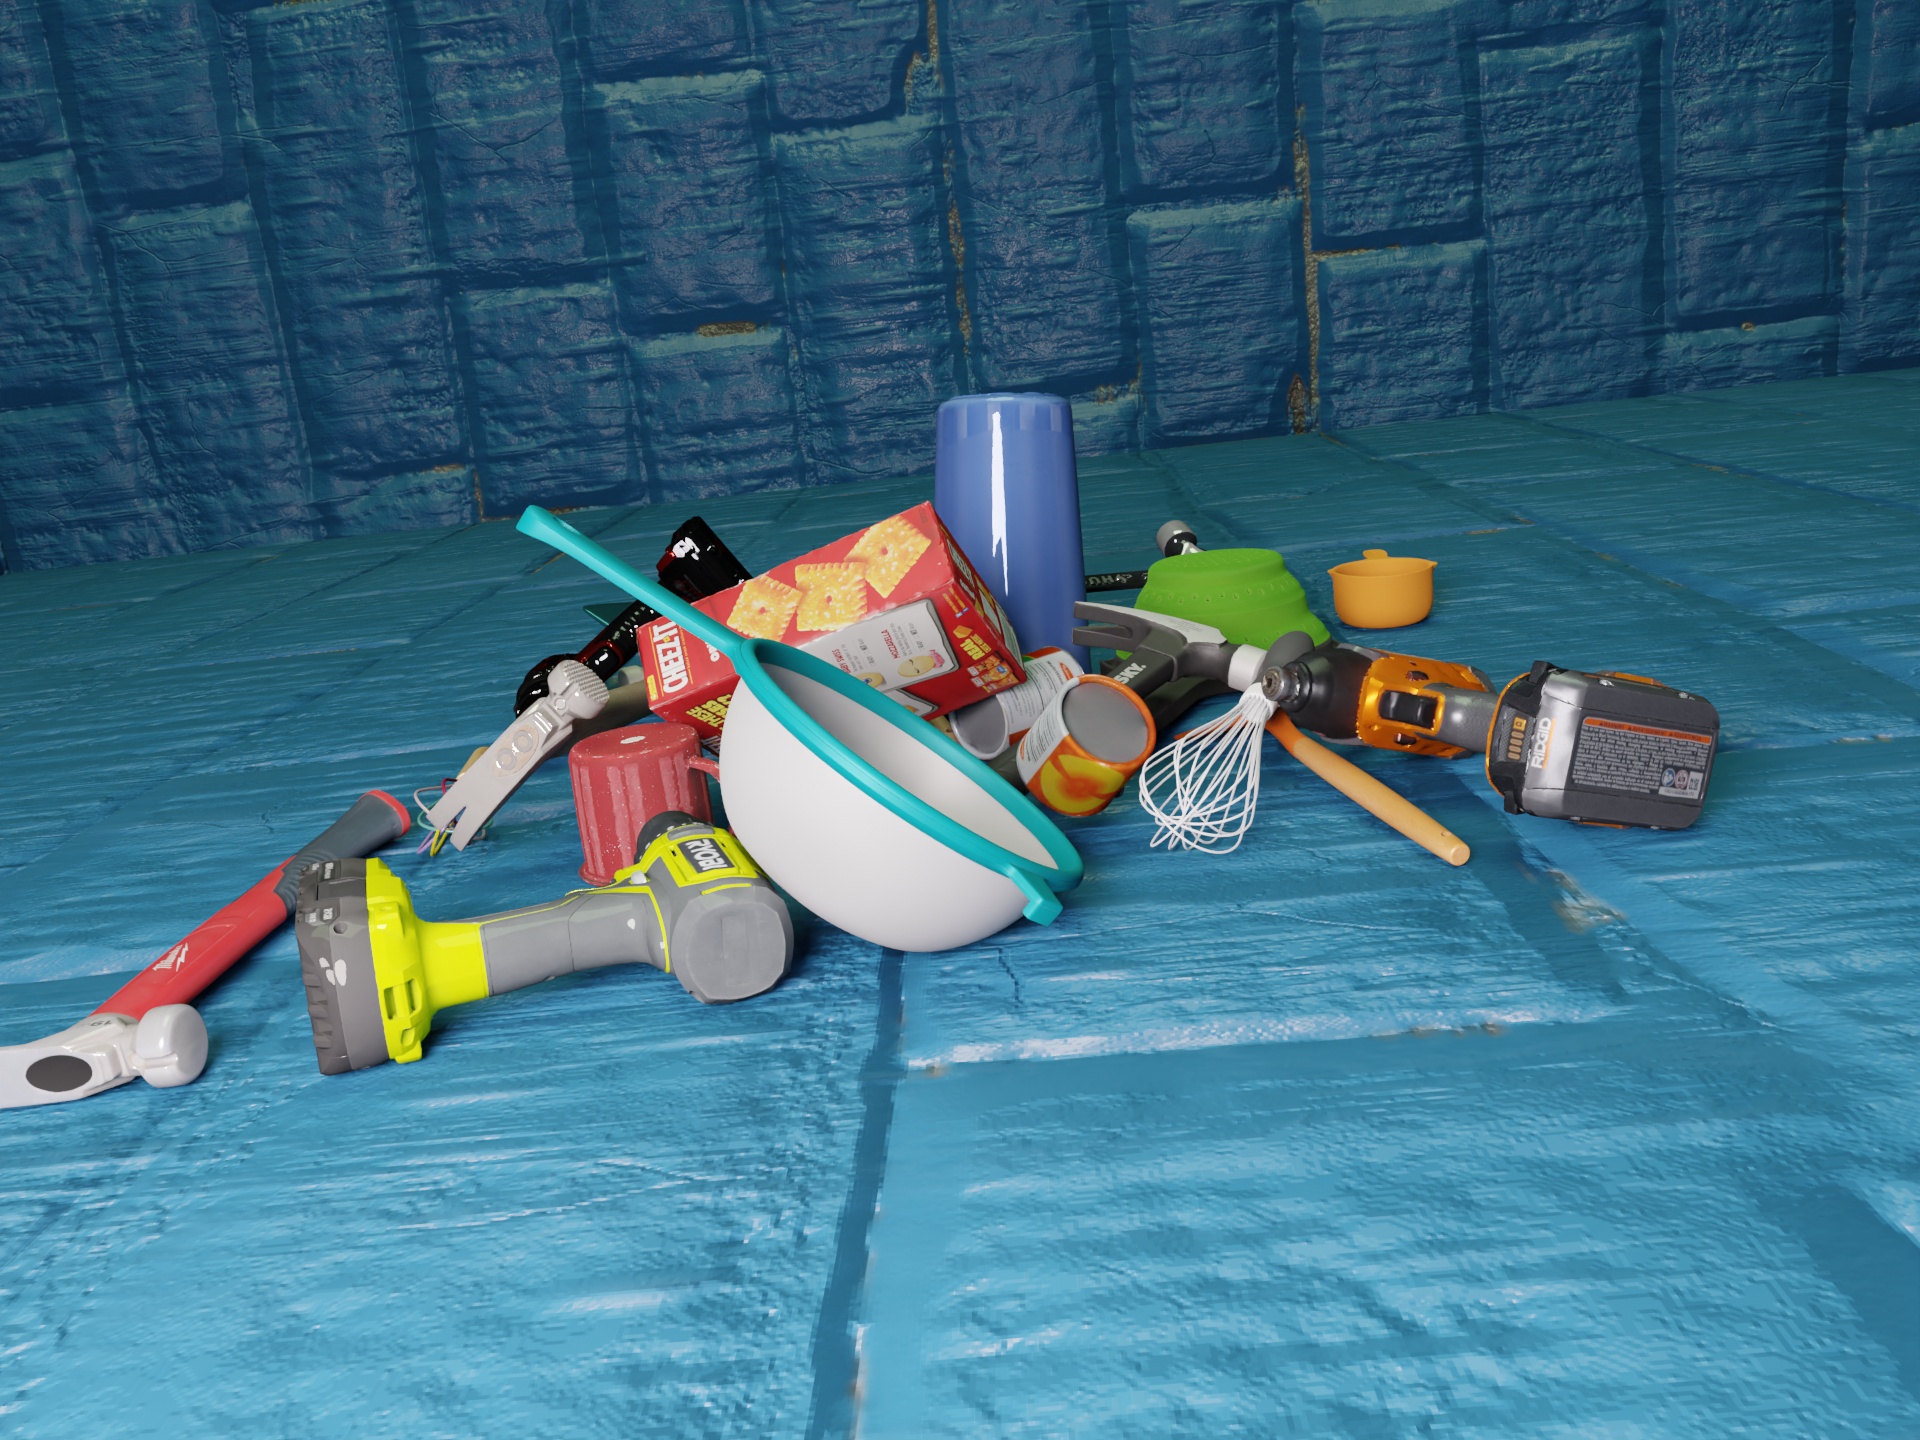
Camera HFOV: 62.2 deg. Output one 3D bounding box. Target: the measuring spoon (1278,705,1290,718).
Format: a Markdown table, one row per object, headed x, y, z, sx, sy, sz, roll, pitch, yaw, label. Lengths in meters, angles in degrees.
| x | y | z | sx | sy | sz | roll | pitch | yaw | label |
| --- | --- | --- | --- | --- | --- | --- | --- | --- | --- |
| 0.266 | -0.015 | 1.186 | 0.034 | 0.018 | 0.124 | 15 | 16 | 26 | measuring spoon |

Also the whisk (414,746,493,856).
| x | y | z | sx | sy | sz | roll | pitch | yaw | label |
| --- | --- | --- | --- | --- | --- | --- | --- | --- | --- |
| -0.355 | 0.049 | 1.149 | 0.051 | 0.047 | 0.245 | -10 | 12 | -8 | whisk |

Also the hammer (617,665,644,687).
| x | y | z | sx | sy | sz | roll | pitch | yaw | label |
| --- | --- | --- | --- | --- | --- | --- | --- | --- | --- |
| -0.171 | -0.025 | 1.370 | 0.130 | 0.031 | 0.331 | -16 | 18 | -32 | hammer |

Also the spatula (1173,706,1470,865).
| x | y | z | sx | sy | sz | roll | pitch | yaw | label |
| --- | --- | --- | --- | --- | --- | --- | --- | --- | --- |
| 0.227 | 0.033 | 0.996 | 0.081 | 0.041 | 0.323 | -11 | 19 | -11 | spatula |

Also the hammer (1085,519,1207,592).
| x | y | z | sx | sy | sz | roll | pitch | yaw | label |
| --- | --- | --- | --- | --- | --- | --- | --- | --- | --- |
| 0.049 | -0.114 | 1.443 | 0.409 | 0.036 | 0.149 | -7 | 41 | -16 | hammer |

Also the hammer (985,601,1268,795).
| x | y | z | sx | sy | sz | roll | pitch | yaw | label |
| --- | --- | --- | --- | --- | --- | --- | --- | --- | --- |
| 0.061 | 0.008 | 1.026 | 0.146 | 0.035 | 0.335 | 21 | 37 | 30 | hammer |

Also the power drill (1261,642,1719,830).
| x | y | z | sx | sy | sz | roll | pitch | yaw | label |
| --- | --- | --- | --- | --- | --- | --- | --- | --- | --- |
| 0.290 | 0.000 | 0.915 | 0.164 | 0.084 | 0.227 | 7 | 6 | -26 | power drill |

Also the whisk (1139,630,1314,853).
| x | y | z | sx | sy | sz | roll | pitch | yaw | label |
| --- | --- | --- | --- | --- | --- | --- | --- | --- | --- |
| 0.176 | 0.002 | 0.987 | 0.070 | 0.070 | 0.285 | 1 | 25 | 27 | whisk |

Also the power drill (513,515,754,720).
| x | y | z | sx | sy | sz | roll | pitch | yaw | label |
| --- | --- | --- | --- | --- | --- | --- | --- | --- | --- |
| -0.280 | -0.063 | 1.324 | 0.226 | 0.080 | 0.188 | -40 | 15 | 2 | power drill |

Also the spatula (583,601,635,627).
| x | y | z | sx | sy | sz | roll | pitch | yaw | label |
| --- | --- | --- | --- | --- | --- | --- | --- | --- | --- |
| -0.211 | -0.073 | 1.417 | 0.318 | 0.044 | 0.082 | 9 | 11 | 40 | spatula |

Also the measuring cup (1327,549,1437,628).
| x | y | z | sx | sy | sz | roll | pitch | yaw | label |
| --- | --- | --- | --- | --- | --- | --- | --- | --- | --- |
| 0.387 | -0.123 | 1.466 | 0.095 | 0.052 | 0.174 | -4 | 13 | 11 | measuring cup |

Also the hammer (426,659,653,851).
| x | y | z | sx | sy | sz | roll | pitch | yaw | label |
| --- | --- | --- | --- | --- | --- | --- | --- | --- | --- |
| -0.240 | -0.010 | 1.171 | 0.146 | 0.038 | 0.410 | -44 | -1 | 16 | hammer |

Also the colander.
| x | y | z | sx | sy | sz | roll | pitch | yaw | label |
| --- | --- | --- | --- | --- | --- | --- | --- | --- | --- |
| 0.179 | -0.068 | 1.241 | 0.204 | 0.094 | 0.397 | 0 | 15 | 26 | colander |

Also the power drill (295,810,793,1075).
| x | y | z | sx | sy | sz | roll | pitch | yaw | label |
| --- | --- | --- | --- | --- | --- | --- | --- | --- | --- |
| -0.215 | 0.101 | 0.823 | 0.228 | 0.080 | 0.191 | -8 | 16 | -19 | power drill |

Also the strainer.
| x | y | z | sx | sy | sz | roll | pitch | yaw | label |
| --- | --- | --- | --- | --- | --- | --- | --- | --- | --- |
| -0.100 | 0.018 | 0.817 | 0.340 | 0.095 | 0.211 | 33 | 8 | 0 | strainer |

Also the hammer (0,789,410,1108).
| x | y | z | sx | sy | sz | roll | pitch | yaw | label |
| --- | --- | --- | --- | --- | --- | --- | --- | --- | --- |
| -0.429 | 0.117 | 0.928 | 0.143 | 0.038 | 0.386 | -7 | 15 | 4 | hammer |

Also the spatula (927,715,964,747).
| x | y | z | sx | sy | sz | roll | pitch | yaw | label |
| --- | --- | --- | --- | --- | --- | --- | --- | --- | --- |
| -0.072 | -0.053 | 1.284 | 0.059 | 0.018 | 0.316 | -16 | 35 | -21 | spatula |
